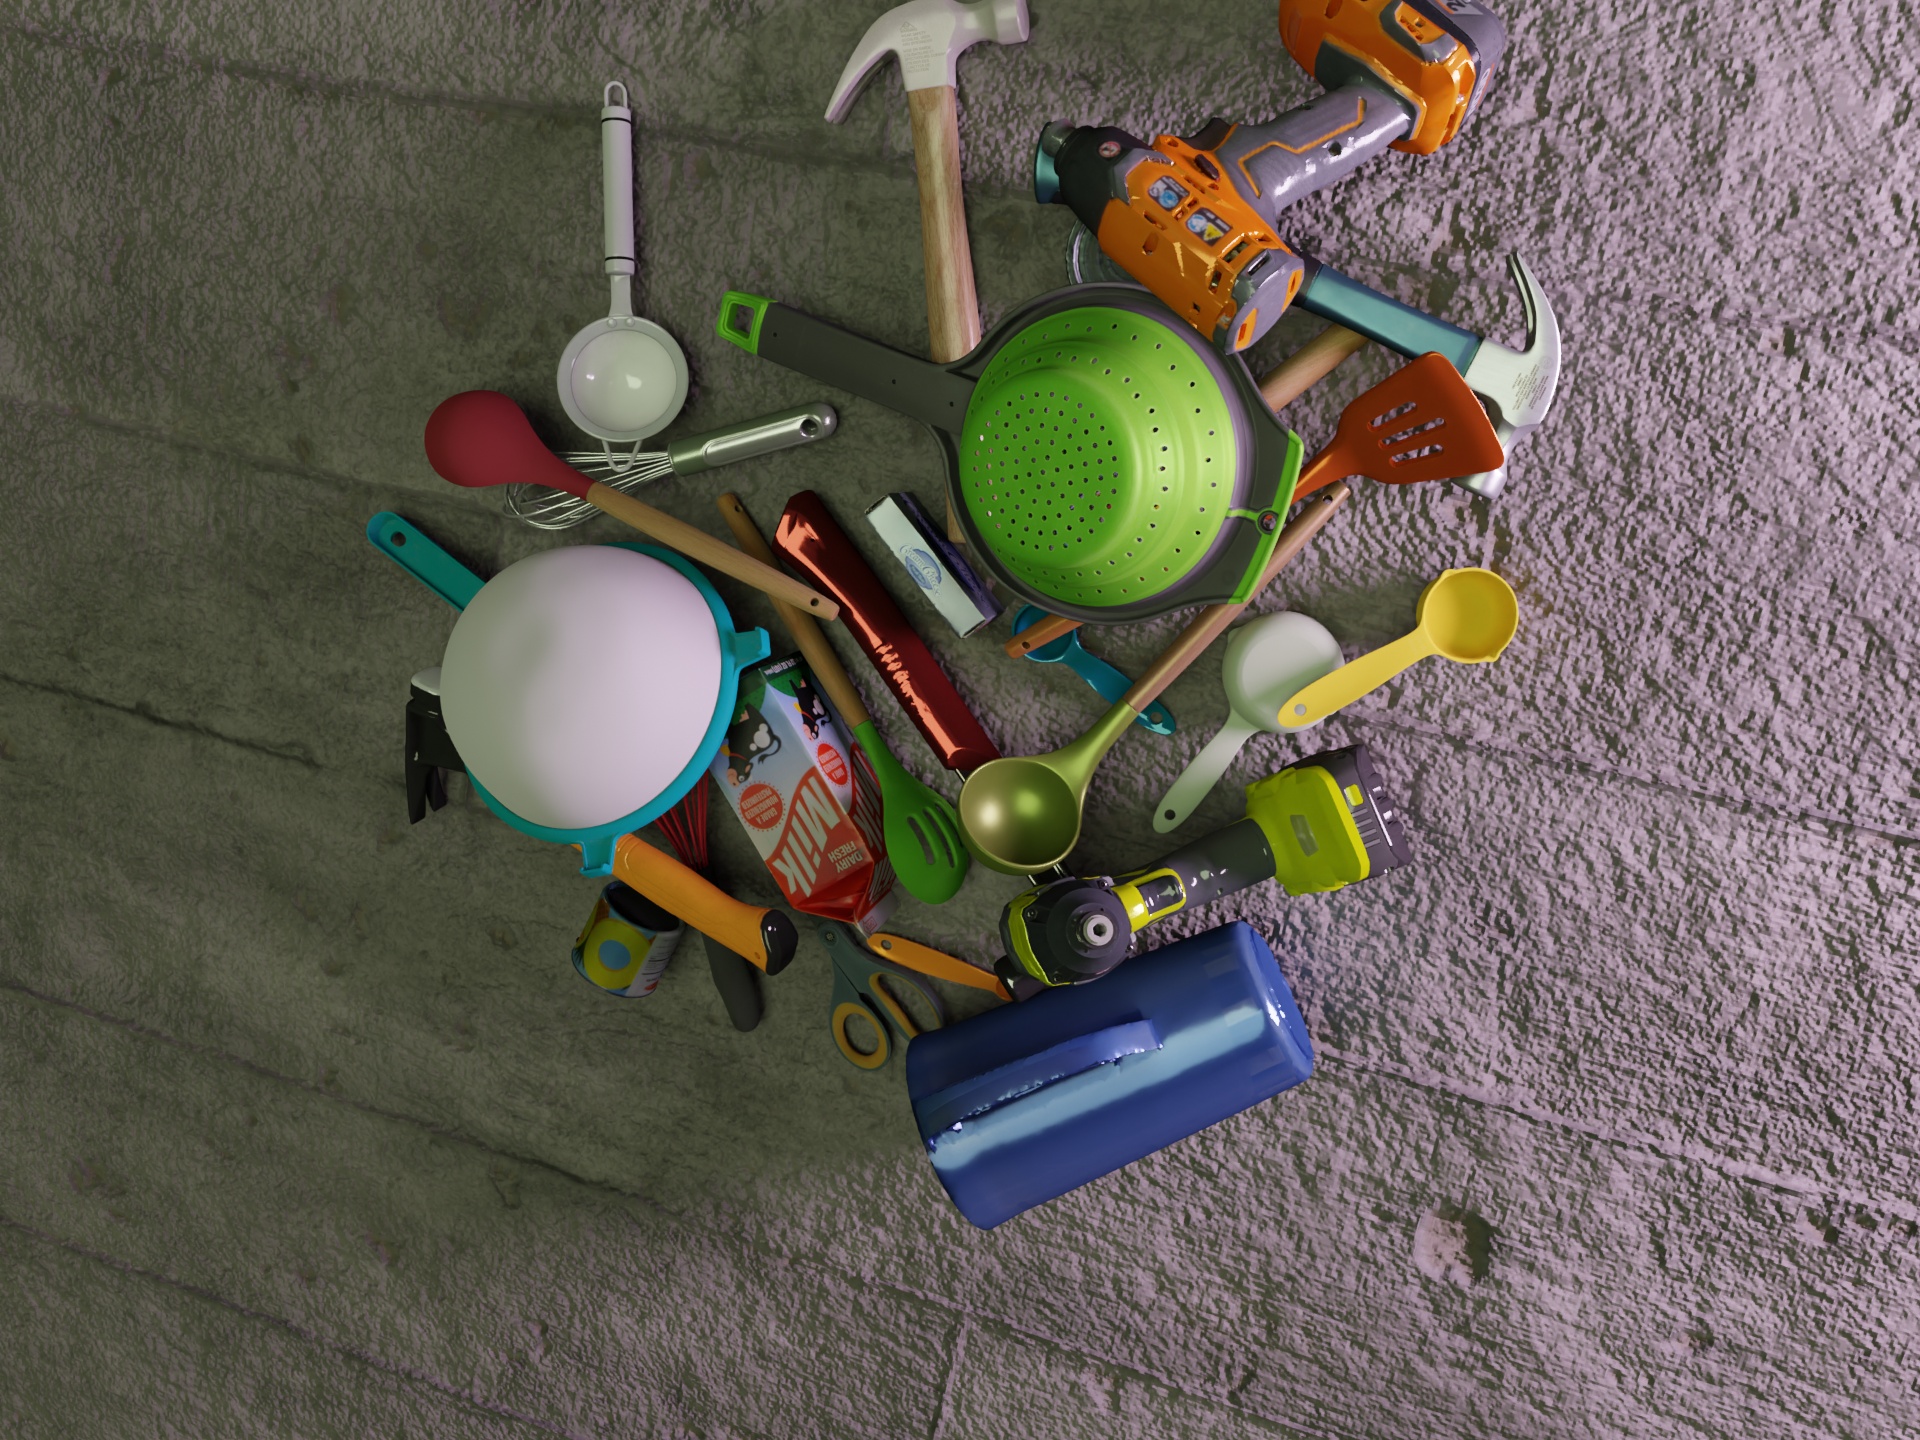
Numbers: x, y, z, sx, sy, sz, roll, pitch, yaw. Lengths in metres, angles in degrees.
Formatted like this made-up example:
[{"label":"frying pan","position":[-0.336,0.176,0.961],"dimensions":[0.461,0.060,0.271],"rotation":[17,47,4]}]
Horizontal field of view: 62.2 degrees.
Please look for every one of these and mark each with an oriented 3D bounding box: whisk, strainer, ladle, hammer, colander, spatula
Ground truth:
[{"label":"whisk","position":[-0.191,0.085,1.117],"dimensions":[0.073,0.073,0.295],"rotation":[-11,104,18]},{"label":"strainer","position":[-0.224,-0.293,1.056],"dimensions":[0.087,0.050,0.258],"rotation":[-1,93,-2]},{"label":"ladle","position":[-0.220,-0.138,1.044],"dimensions":[0.315,0.031,0.069],"rotation":[26,85,8]},{"label":"hammer","position":[0.189,-0.256,0.919],"dimensions":[0.331,0.033,0.128],"rotation":[27,102,3]},{"label":"strainer","position":[-0.304,-0.065,1.050],"dimensions":[0.341,0.095,0.211],"rotation":[34,87,24]},{"label":"colander","position":[-0.003,-0.180,0.945],"dimensions":[0.397,0.094,0.204],"rotation":[25,114,20]},{"label":"spatula","position":[0.159,-0.112,0.952],"dimensions":[0.322,0.041,0.081],"rotation":[-29,112,24]},{"label":"whisk","position":[0.155,-0.177,0.974],"dimensions":[0.245,0.047,0.051],"rotation":[-37,102,15]},{"label":"hammer","position":[-0.002,-0.003,1.041],"dimensions":[0.149,0.036,0.359],"rotation":[-34,84,-8]},{"label":"whisk","position":[-0.199,-0.174,1.073],"dimensions":[0.246,0.059,0.057],"rotation":[-12,123,14]},{"label":"hammer","position":[-0.009,-0.278,1.004],"dimensions":[0.130,0.031,0.331],"rotation":[-3,101,16]},{"label":"hammer","position":[-0.255,0.087,1.102],"dimensions":[0.337,0.034,0.127],"rotation":[28,125,19]},{"label":"ladle","position":[0.121,-0.029,0.972],"dimensions":[0.320,0.062,0.078],"rotation":[-46,77,5]}]

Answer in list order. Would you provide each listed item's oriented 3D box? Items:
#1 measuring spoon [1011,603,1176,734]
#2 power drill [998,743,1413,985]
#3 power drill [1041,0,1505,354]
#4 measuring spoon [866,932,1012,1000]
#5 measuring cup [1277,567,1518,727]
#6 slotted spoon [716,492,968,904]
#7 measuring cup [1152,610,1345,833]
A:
[{"label":"measuring spoon","position":[0.089,-0.034,1.036],"dimensions":[0.128,0.021,0.042],"rotation":[38,114,-4]},{"label":"power drill","position":[0.139,0.092,0.932],"dimensions":[0.223,0.171,0.080],"rotation":[-22,85,-9]},{"label":"power drill","position":[0.163,-0.324,0.866],"dimensions":[0.164,0.084,0.226],"rotation":[43,80,14]},{"label":"measuring spoon","position":[-0.011,0.169,1.109],"dimensions":[0.117,0.011,0.021],"rotation":[17,114,16]},{"label":"measuring cup","position":[0.259,-0.039,0.959],"dimensions":[0.156,0.029,0.062],"rotation":[-30,94,7]},{"label":"slotted spoon","position":[-0.081,-0.019,1.070],"dimensions":[0.031,0.070,0.314],"rotation":[-36,84,45]},{"label":"measuring cup","position":[0.173,0.006,0.991],"dimensions":[0.083,0.038,0.167],"rotation":[38,98,4]}]
